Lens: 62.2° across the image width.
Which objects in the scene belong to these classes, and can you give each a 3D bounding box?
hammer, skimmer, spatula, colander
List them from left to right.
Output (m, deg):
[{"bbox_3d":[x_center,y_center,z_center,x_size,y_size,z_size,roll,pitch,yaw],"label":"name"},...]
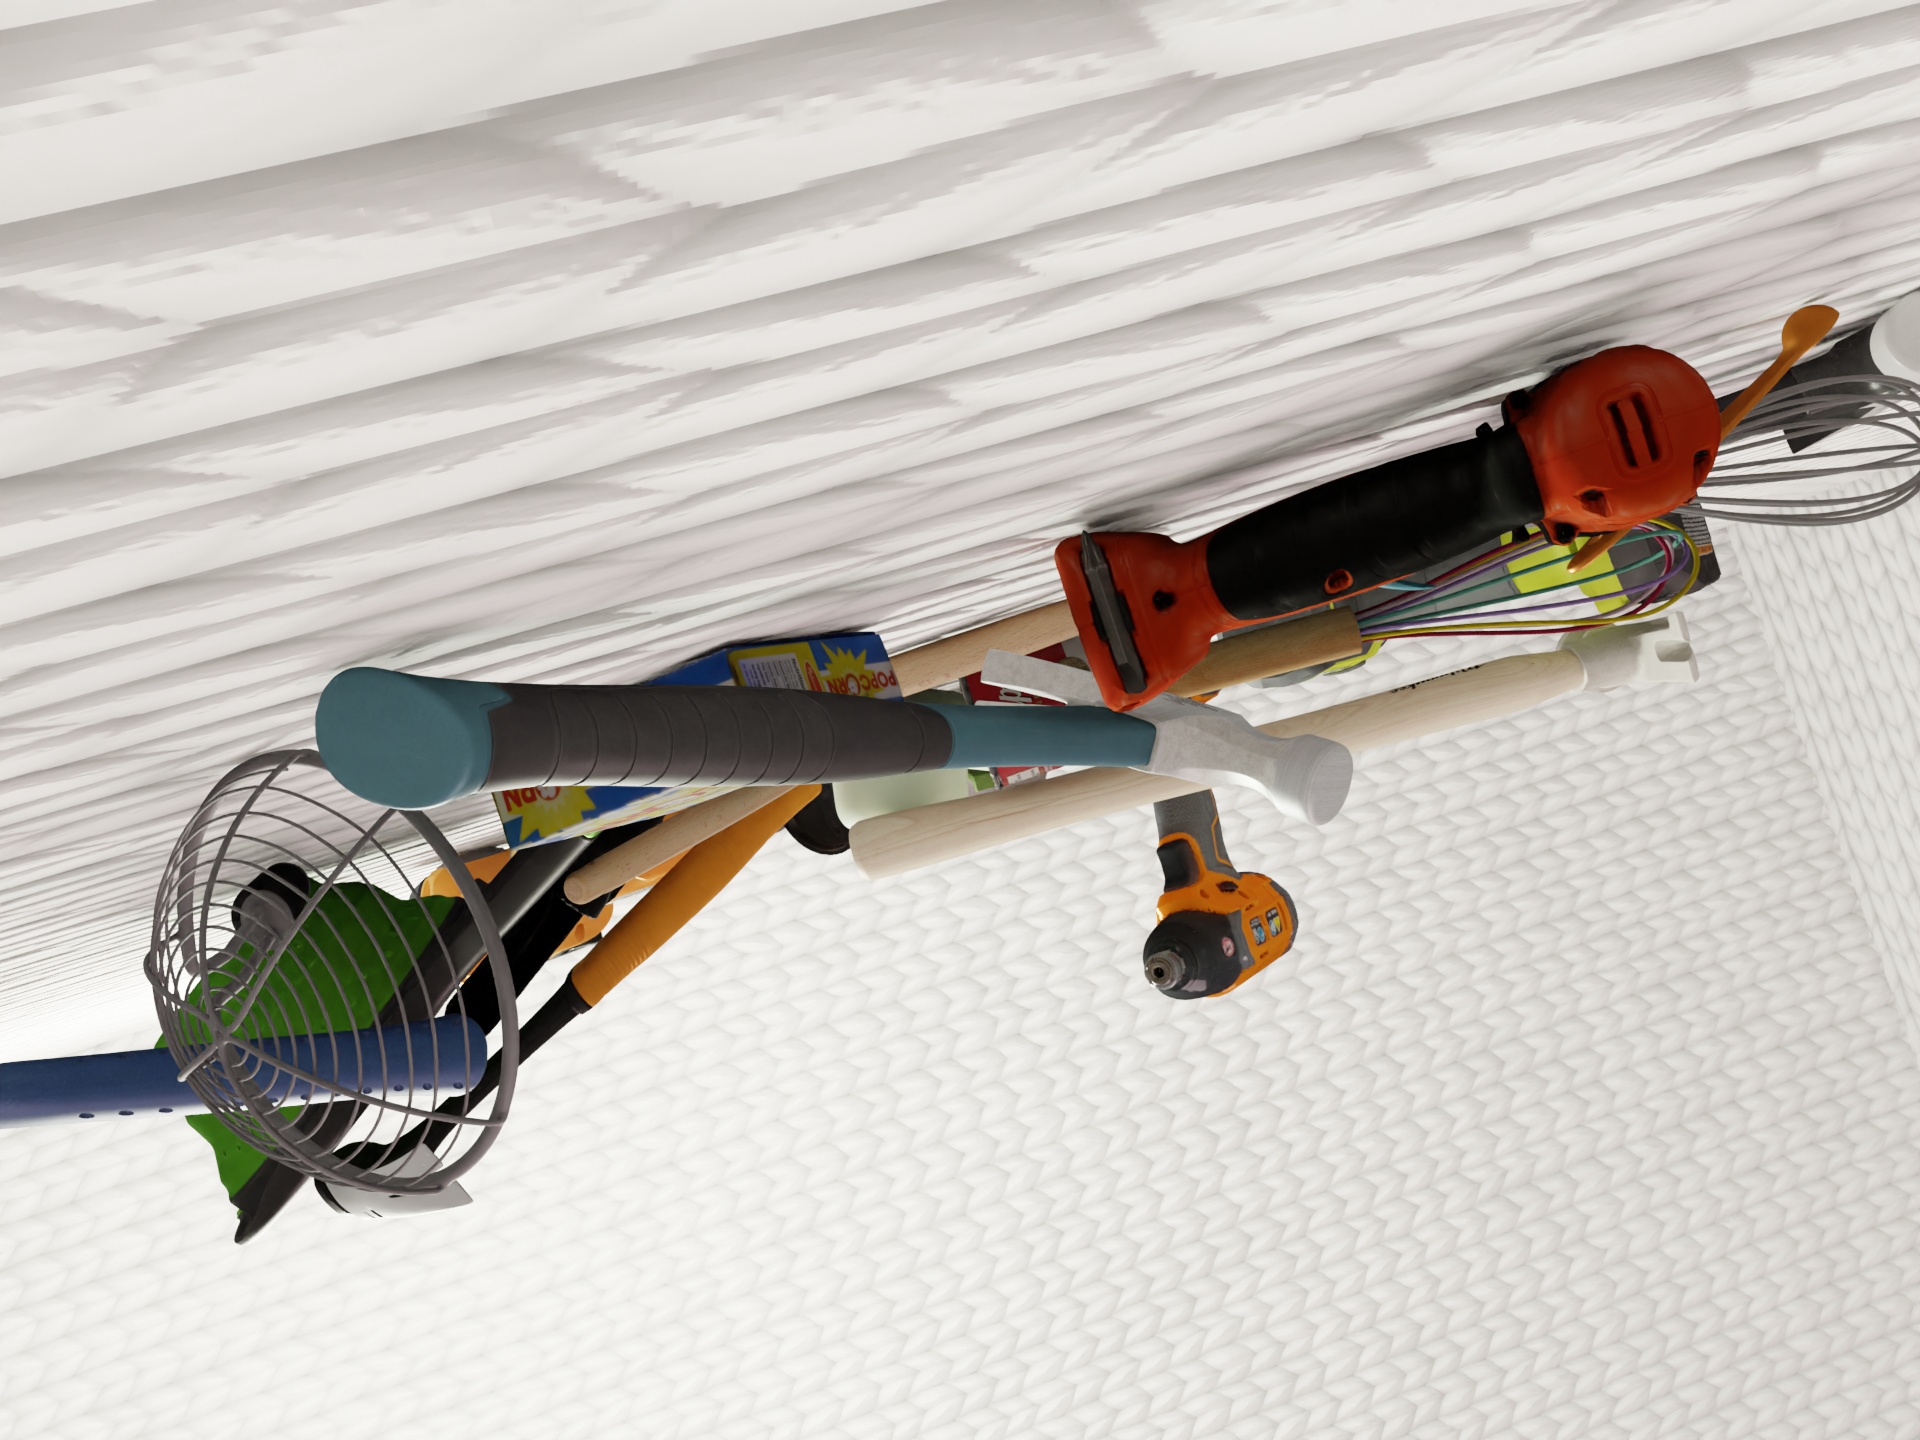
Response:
[{"bbox_3d":[-0.328,0.119,0.496,0.144,0.035,0.405,-18,164,31],"label":"hammer"},{"bbox_3d":[-0.215,0.069,0.553,0.090,0.127,0.363,-18,-173,-19],"label":"skimmer"},{"bbox_3d":[-0.277,0.100,0.742,0.397,0.094,0.205,-42,-164,36],"label":"colander"},{"bbox_3d":[-0.174,0.120,0.814,0.127,0.034,0.337,-21,-161,47],"label":"hammer"},{"bbox_3d":[-0.020,0.005,0.469,0.128,0.033,0.330,20,-167,41],"label":"hammer"},{"bbox_3d":[0.031,-0.026,0.656,0.317,0.044,0.082,-18,180,20],"label":"spatula"},{"bbox_3d":[0.143,0.016,0.783,0.410,0.038,0.146,-15,179,7],"label":"hammer"},{"bbox_3d":[0.228,-0.094,0.675,0.335,0.035,0.146,-19,176,13],"label":"hammer"}]

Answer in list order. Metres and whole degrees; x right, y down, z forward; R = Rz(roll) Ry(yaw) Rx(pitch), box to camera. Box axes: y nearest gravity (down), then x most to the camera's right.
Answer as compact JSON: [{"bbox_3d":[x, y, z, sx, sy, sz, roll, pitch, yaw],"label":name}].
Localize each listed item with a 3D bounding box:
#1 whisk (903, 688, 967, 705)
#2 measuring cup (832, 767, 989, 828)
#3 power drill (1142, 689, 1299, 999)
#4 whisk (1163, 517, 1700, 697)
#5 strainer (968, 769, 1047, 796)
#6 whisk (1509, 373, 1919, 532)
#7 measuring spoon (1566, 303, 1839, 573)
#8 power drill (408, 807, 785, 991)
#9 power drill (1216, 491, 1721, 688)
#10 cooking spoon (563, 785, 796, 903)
[{"bbox_3d":[-0.001,-0.003,0.878,0.058,0.059,0.246,-58,163,10],"label":"whisk"},{"bbox_3d":[-0.002,0.042,0.913,0.083,0.038,0.167,-9,172,42],"label":"measuring cup"},{"bbox_3d":[0.128,0.058,0.975,0.084,0.226,0.164,-20,176,30],"label":"power drill"},{"bbox_3d":[0.193,-0.043,0.685,0.245,0.047,0.051,-15,177,8],"label":"whisk"},{"bbox_3d":[0.028,0.027,1.101,0.151,0.069,0.256,-1,-165,37],"label":"strainer"},{"bbox_3d":[0.239,-0.086,0.591,0.239,0.055,0.055,-7,180,19],"label":"whisk"},{"bbox_3d":[0.246,-0.095,0.535,0.117,0.011,0.021,-48,-177,15],"label":"measuring spoon"},{"bbox_3d":[-0.221,0.090,0.989,0.185,0.084,0.226,-17,173,-44],"label":"power drill"},{"bbox_3d":[0.268,-0.076,0.841,0.228,0.080,0.190,-17,178,32],"label":"power drill"},{"bbox_3d":[-0.097,0.032,0.813,0.069,0.017,0.319,-16,-172,28],"label":"cooking spoon"}]
